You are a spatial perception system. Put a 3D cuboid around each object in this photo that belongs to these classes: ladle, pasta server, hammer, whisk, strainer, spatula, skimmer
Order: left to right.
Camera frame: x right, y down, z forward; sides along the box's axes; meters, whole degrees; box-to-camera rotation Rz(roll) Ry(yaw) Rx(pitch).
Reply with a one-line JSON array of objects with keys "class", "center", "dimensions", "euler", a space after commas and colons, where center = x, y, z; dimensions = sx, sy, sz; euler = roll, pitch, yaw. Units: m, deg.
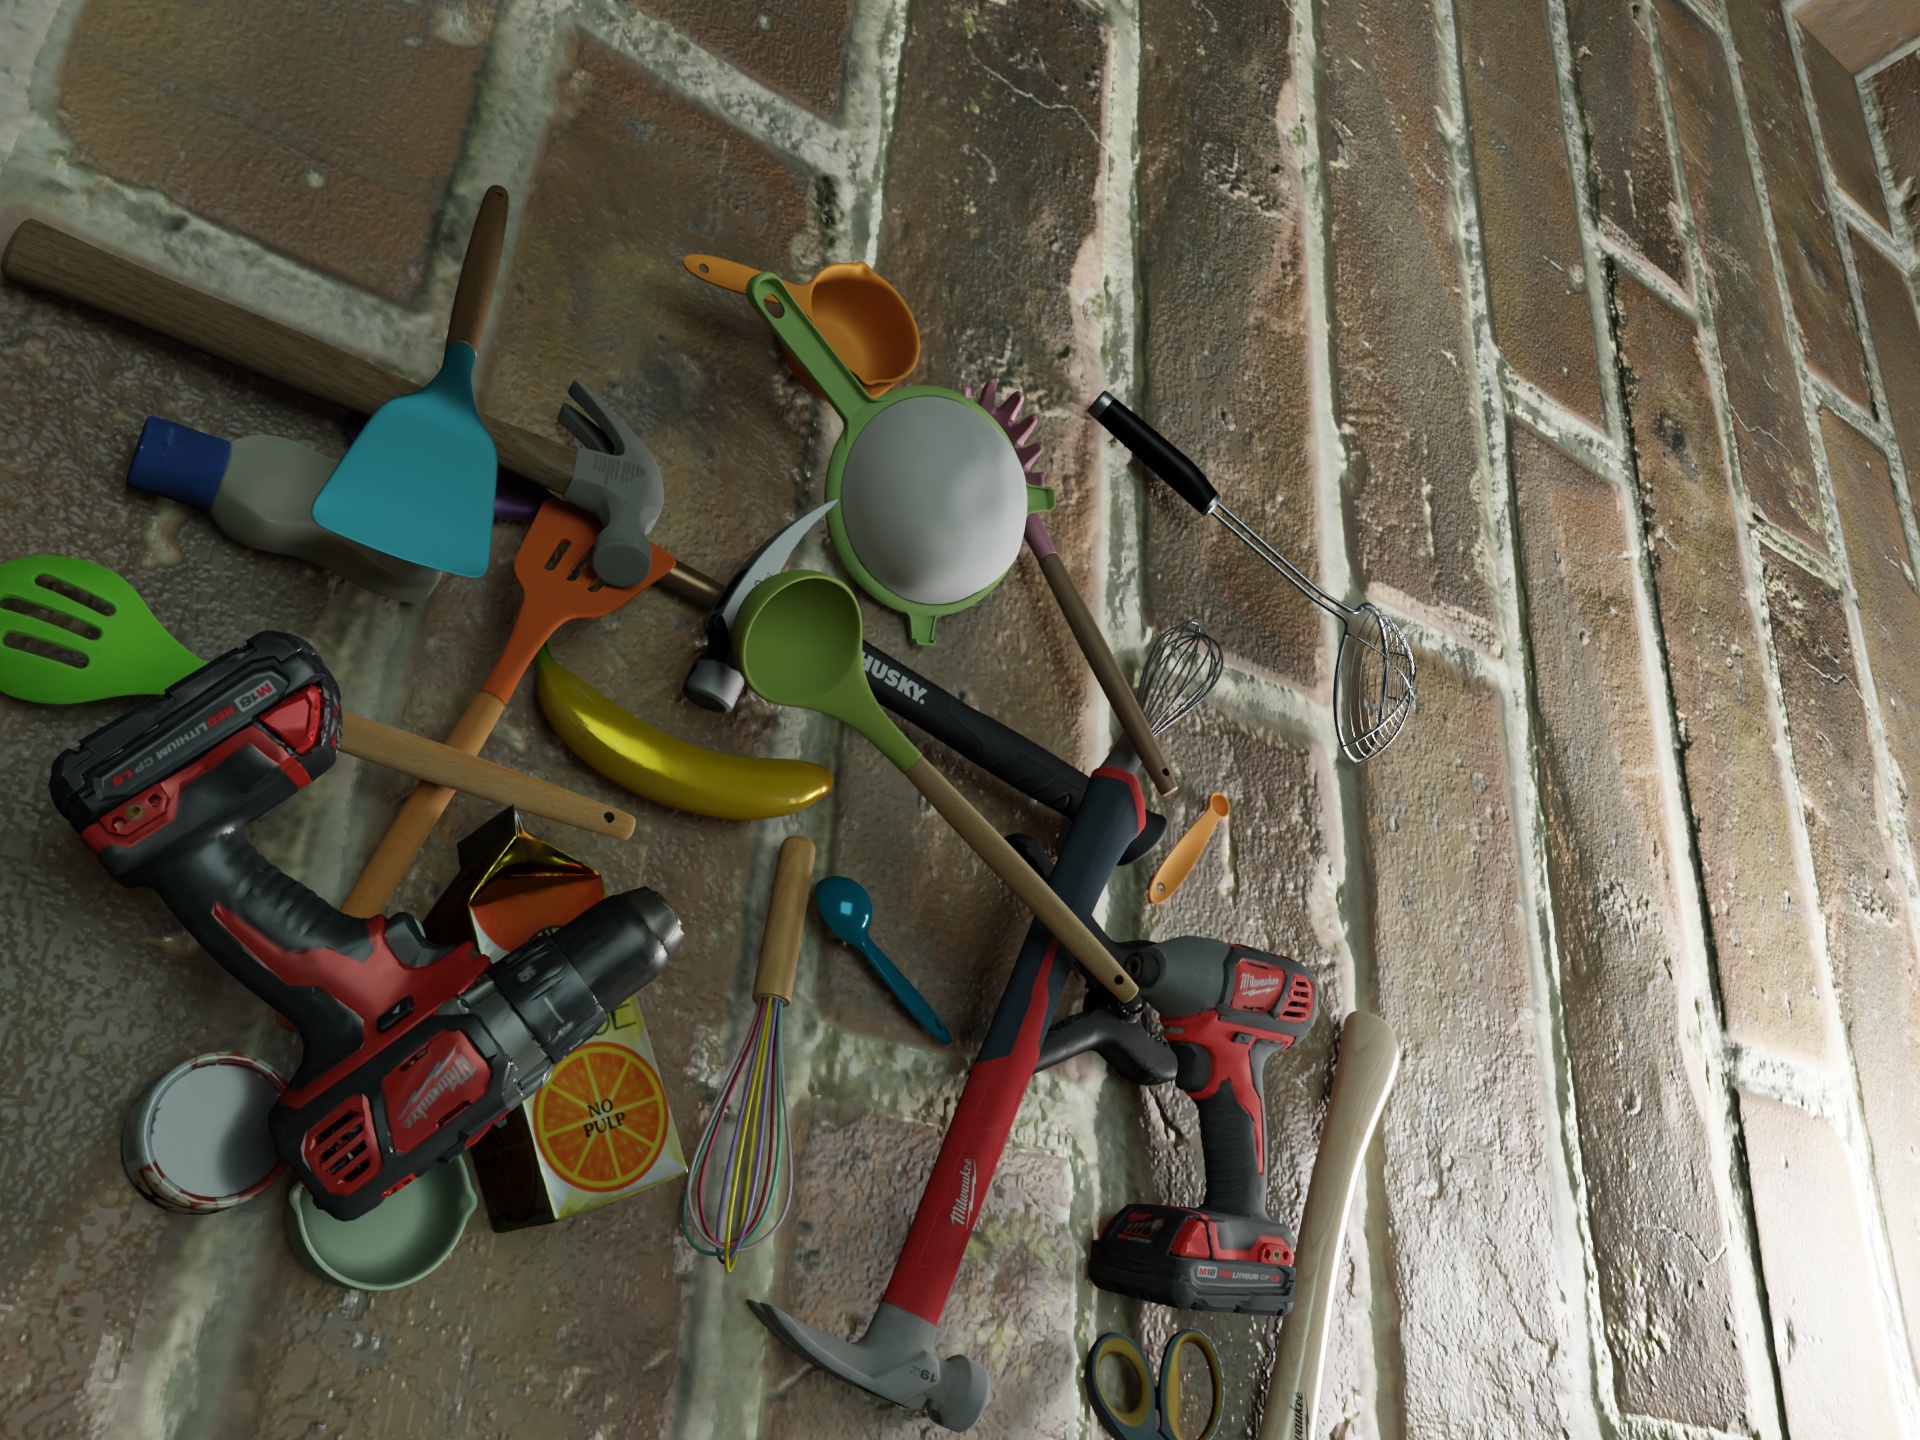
[{"class": "hammer", "center": [-0.312, -0.175, 0.828], "dimensions": [0.331, 0.031, 0.130], "euler": [21, 38, -24]}, {"class": "spatula", "center": [-0.267, -0.200, 0.844], "dimensions": [0.082, 0.044, 0.318], "euler": [19, 39, -23]}, {"class": "spatula", "center": [-0.249, 0.013, 0.806], "dimensions": [0.081, 0.041, 0.323], "euler": [26, 64, -3]}, {"class": "spatula", "center": [-0.200, -0.100, 0.916], "dimensions": [0.315, 0.018, 0.060], "euler": [28, 50, -26]}, {"class": "whisk", "center": [-0.108, 0.174, 0.863], "dimensions": [0.047, 0.051, 0.245], "euler": [49, 39, -46]}, {"class": "strainer", "center": [-0.038, -0.179, 0.998], "dimensions": [0.151, 0.069, 0.256], "euler": [-49, 116, -19]}, {"class": "ladle", "center": [-0.007, 0.044, 0.898], "dimensions": [0.078, 0.062, 0.320], "euler": [-44, 96, -10]}, {"class": "hammer", "center": [-0.002, -0.003, 0.990], "dimensions": [0.334, 0.035, 0.146], "euler": [31, 68, -23]}, {"class": "hammer", "center": [0.015, 0.187, 0.913], "dimensions": [0.143, 0.038, 0.386], "euler": [34, 63, -22]}, {"class": "pasta server", "center": [0.075, -0.092, 1.099], "dimensions": [0.060, 0.040, 0.316], "euler": [-20, 76, -26]}, {"class": "whisk", "center": [0.124, 0.013, 1.116], "dimensions": [0.055, 0.055, 0.239], "euler": [46, 54, -14]}, {"class": "skimmer", "center": [0.226, -0.115, 1.263], "dimensions": [0.363, 0.090, 0.127], "euler": [41, 51, -5]}, {"class": "hammer", "center": [0.227, 0.369, 1.049], "dimensions": [0.146, 0.038, 0.411], "euler": [38, 51, -19]}]

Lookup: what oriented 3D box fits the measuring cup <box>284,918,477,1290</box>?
[{"class": "measuring cup", "center": [-0.266, 0.175, 0.732], "dimensions": [0.083, 0.038, 0.168], "euler": [14, 61, -34]}]

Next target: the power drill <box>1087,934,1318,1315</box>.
[{"class": "power drill", "center": [0.149, 0.244, 0.980], "dimensions": [0.143, 0.078, 0.220], "euler": [18, 72, -34]}]

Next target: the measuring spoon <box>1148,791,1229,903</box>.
[{"class": "measuring spoon", "center": [0.161, 0.091, 1.134], "dimensions": [0.021, 0.011, 0.117], "euler": [50, 52, -10]}]

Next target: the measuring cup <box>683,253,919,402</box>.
[{"class": "measuring cup", "center": [-0.111, -0.260, 1.036], "dimensions": [0.173, 0.052, 0.095], "euler": [11, 65, -33]}]

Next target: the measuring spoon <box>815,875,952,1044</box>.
[{"class": "measuring spoon", "center": [-0.038, 0.140, 0.934], "dimensions": [0.128, 0.021, 0.042], "euler": [52, 18, -14]}]

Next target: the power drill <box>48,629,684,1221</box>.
[{"class": "power drill", "center": [-0.249, 0.073, 0.687], "dimensions": [0.188, 0.080, 0.226], "euler": [-36, 91, -19]}]

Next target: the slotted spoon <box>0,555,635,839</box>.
[{"class": "slotted spoon", "center": [-0.302, -0.001, 0.747], "dimensions": [0.313, 0.031, 0.070], "euler": [22, 67, -20]}]
